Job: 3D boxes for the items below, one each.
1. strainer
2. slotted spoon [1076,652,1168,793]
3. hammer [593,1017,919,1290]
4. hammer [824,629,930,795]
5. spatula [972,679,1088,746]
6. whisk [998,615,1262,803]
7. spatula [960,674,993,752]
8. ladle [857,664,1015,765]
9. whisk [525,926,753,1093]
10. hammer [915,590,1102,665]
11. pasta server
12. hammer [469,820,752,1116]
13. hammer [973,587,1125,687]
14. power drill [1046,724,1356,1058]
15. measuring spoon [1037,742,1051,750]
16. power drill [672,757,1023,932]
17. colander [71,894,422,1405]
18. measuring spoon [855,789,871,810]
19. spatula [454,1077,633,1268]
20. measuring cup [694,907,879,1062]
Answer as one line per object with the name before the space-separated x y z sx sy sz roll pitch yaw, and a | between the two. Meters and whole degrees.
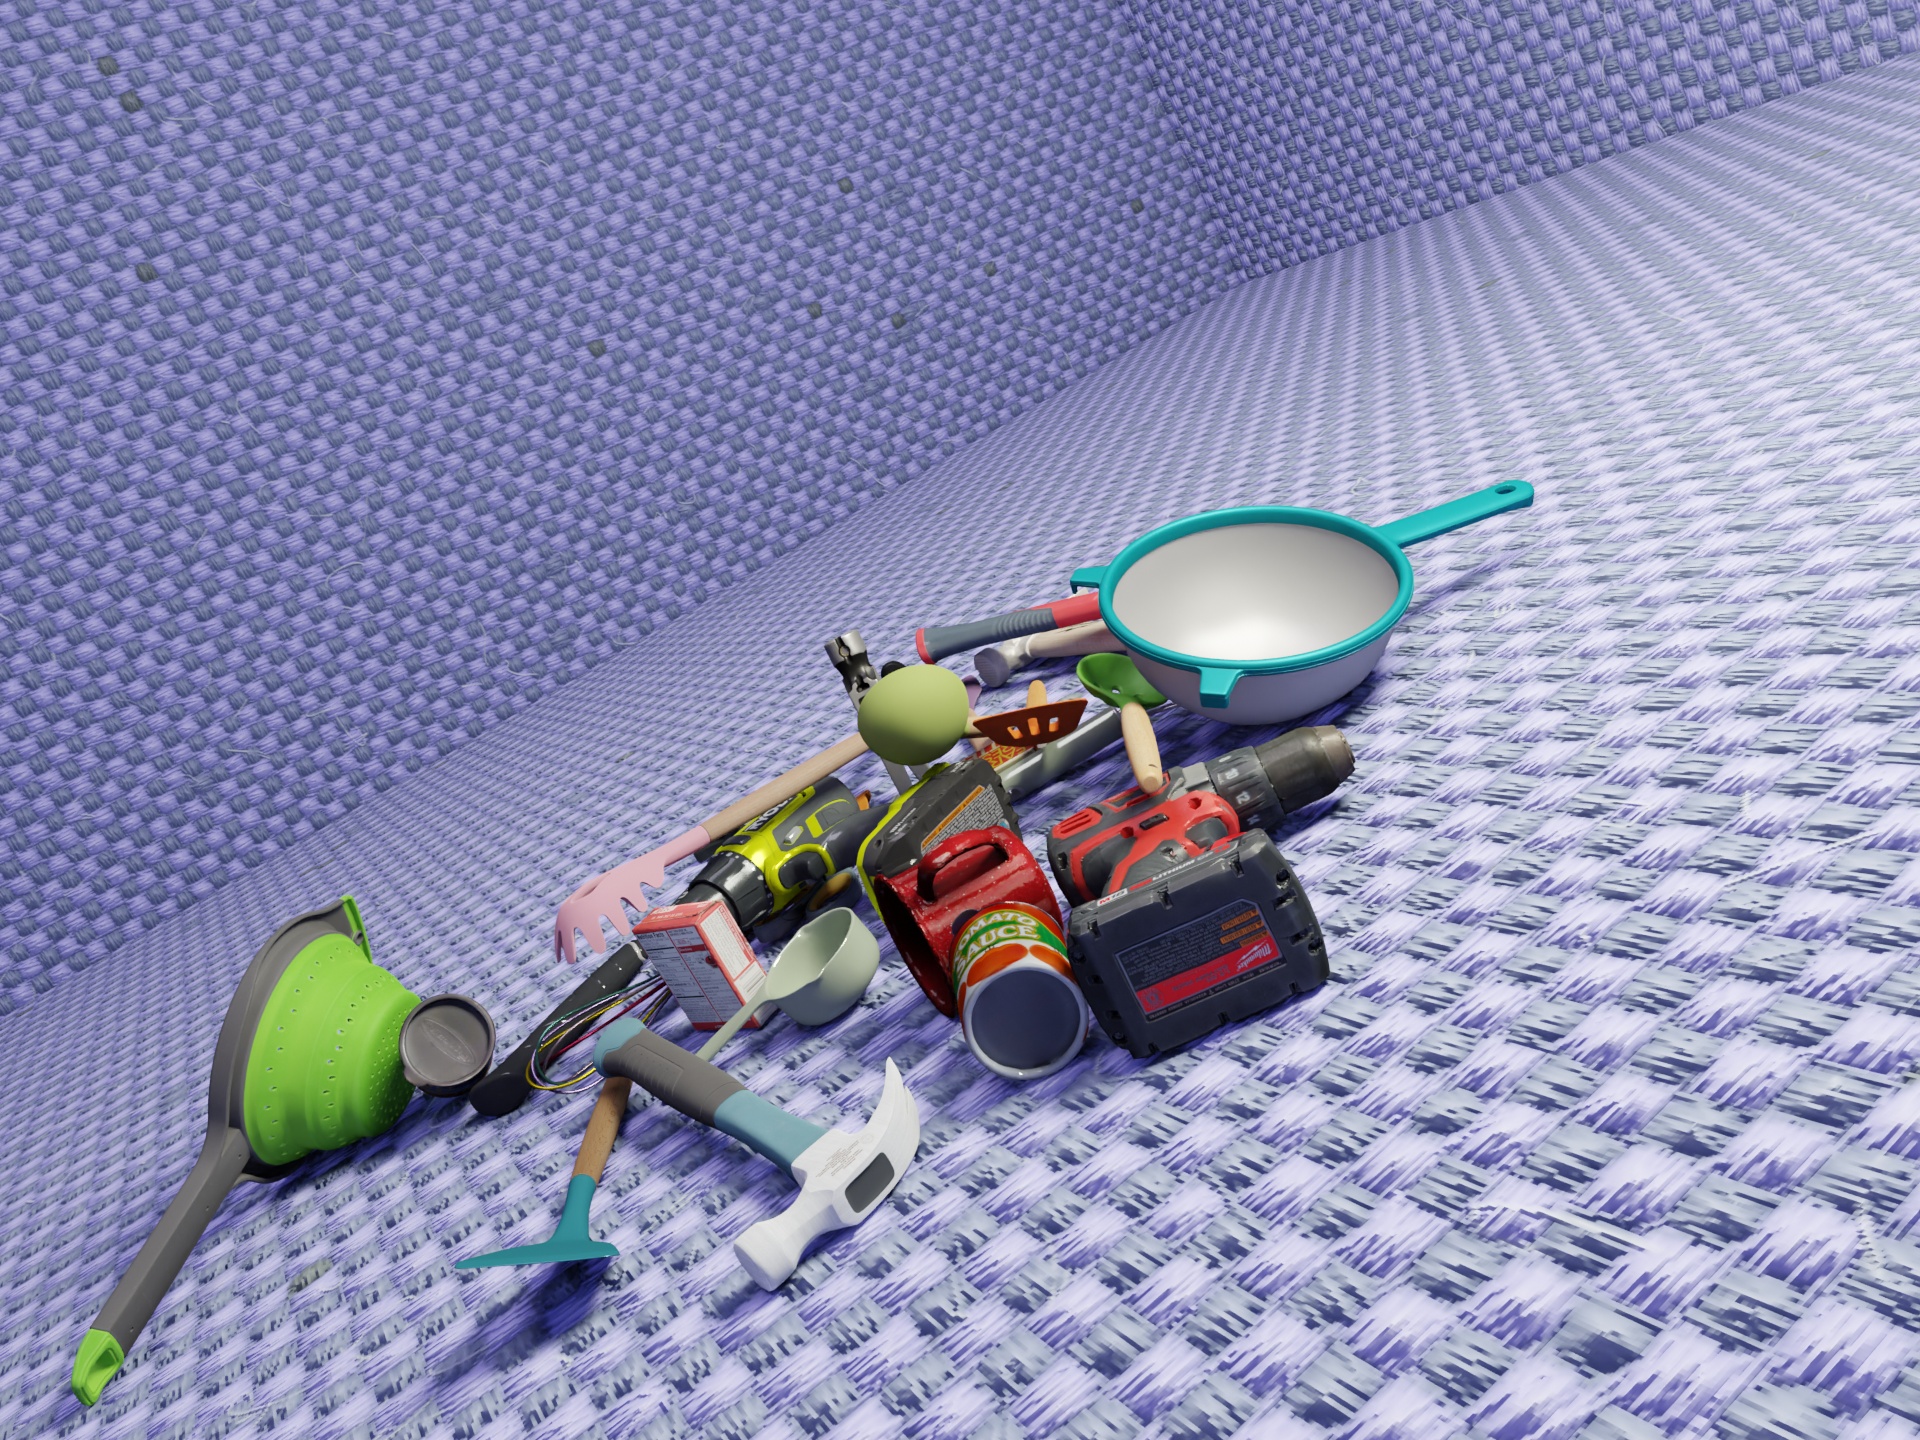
strainer | 0.262 -0.081 1.121 0.340 0.095 0.211 -20 36 -16
slotted spoon | 0.112 0.001 1.037 0.070 0.031 0.314 15 13 -1
hammer | -0.135 0.219 0.903 0.128 0.033 0.331 -35 20 -27
hammer | -0.064 -0.018 1.476 0.035 0.146 0.335 -27 4 4
spatula | 0.058 -0.013 1.238 0.081 0.041 0.323 -11 8 4
whisk | 0.126 -0.006 1.200 0.246 0.057 0.059 -31 45 2
spatula | 0.007 0.002 1.430 0.060 0.018 0.316 -34 14 1
ladle | -0.002 -0.004 1.198 0.078 0.062 0.320 -39 -7 11
whisk | -0.220 0.191 1.162 0.047 0.051 0.245 -20 13 47
hammer | 0.109 -0.104 1.421 0.386 0.038 0.143 -10 19 45
pasta server | -0.158 0.076 1.132 0.316 0.040 0.060 -31 14 -36
hammer | -0.256 0.177 1.285 0.149 0.036 0.409 -19 18 33
hammer | 0.172 -0.082 1.389 0.146 0.038 0.411 -34 17 -26
power drill | 0.139 0.075 0.861 0.188 0.080 0.227 -25 12 9
measuring spoon | 0.063 0.013 1.297 0.034 0.018 0.124 -33 15 -19
power drill | -0.089 0.101 1.121 0.228 0.080 0.190 -9 23 41
colander | -0.485 0.305 1.145 0.094 0.204 0.397 9 41 6
measuring spoon | -0.083 0.077 1.332 0.021 0.011 0.117 -37 9 4
spatula | -0.220 0.254 0.950 0.082 0.044 0.318 -4 14 -2
measuring cup | -0.118 0.191 1.015 0.167 0.038 0.083 -44 19 1
